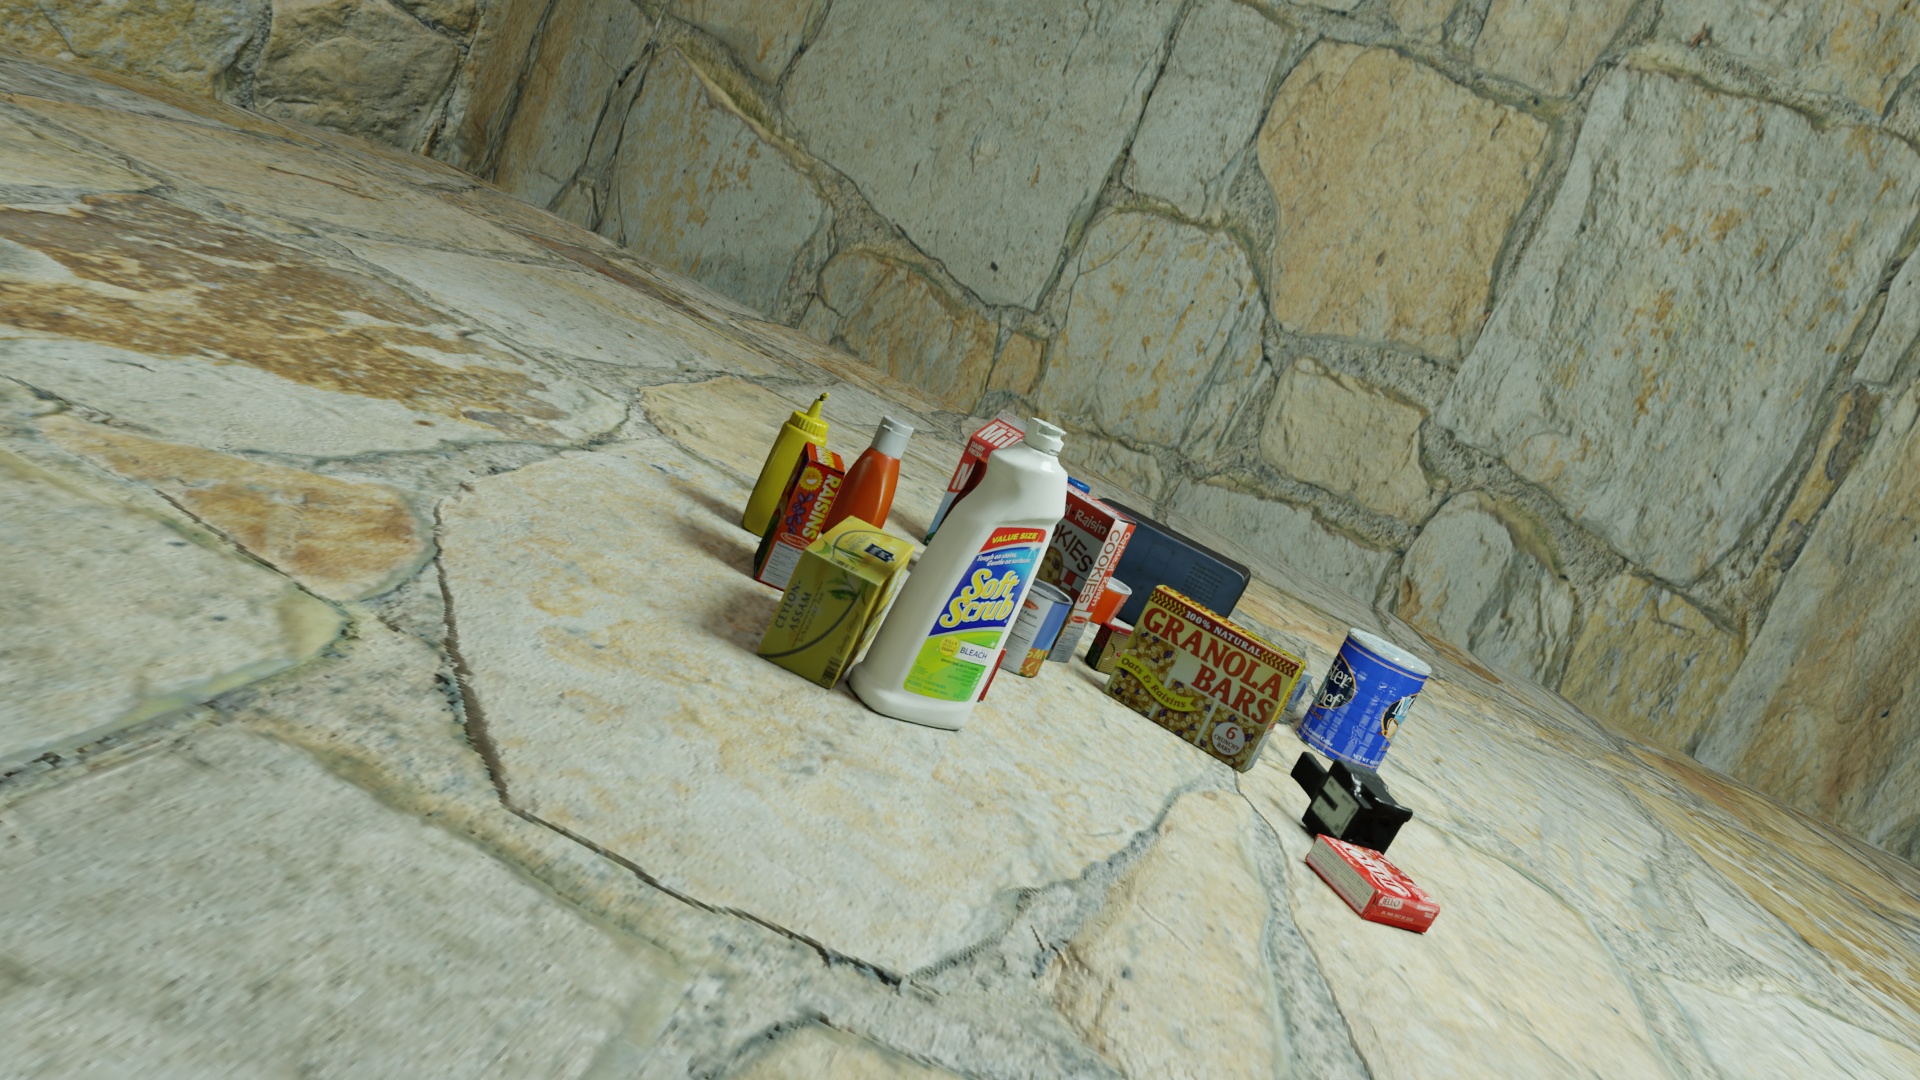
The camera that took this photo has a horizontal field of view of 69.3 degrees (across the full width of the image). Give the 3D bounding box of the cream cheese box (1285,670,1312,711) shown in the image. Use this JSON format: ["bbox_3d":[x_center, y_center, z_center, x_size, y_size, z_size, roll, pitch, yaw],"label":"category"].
[{"bbox_3d":[0.407,0.174,1.780,0.024,0.053,0.104,21,11,-22],"label":"cream cheese box"}]

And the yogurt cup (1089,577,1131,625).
[{"bbox_3d":[0.173,0.072,1.742,0.072,0.054,0.072,24,10,-5],"label":"yogurt cup"}]

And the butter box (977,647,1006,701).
[{"bbox_3d":[-0.006,0.094,1.227,0.024,0.053,0.104,16,14,-41],"label":"butter box"}]

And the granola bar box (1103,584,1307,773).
[{"bbox_3d":[0.243,0.137,1.393,0.166,0.124,0.039,29,11,22],"label":"granola bar box"}]

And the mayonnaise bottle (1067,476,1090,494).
[{"bbox_3d":[0.115,-0.008,1.740,0.041,0.147,0.065,19,12,-33],"label":"mayonnaise bottle"}]

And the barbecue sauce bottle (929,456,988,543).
[{"bbox_3d":[0.006,-0.019,1.547,0.044,0.148,0.065,31,12,31],"label":"barbecue sauce bottle"}]

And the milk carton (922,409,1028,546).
[{"bbox_3d":[0.036,-0.062,1.711,0.072,0.190,0.073,32,12,32],"label":"milk carton"}]

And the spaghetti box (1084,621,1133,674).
[{"bbox_3d":[0.248,0.146,1.561,0.250,0.050,0.029,18,12,-32],"label":"spaghetti box"}]

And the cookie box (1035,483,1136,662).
[{"bbox_3d":[0.099,0.027,1.481,0.040,0.167,0.123,14,15,-48],"label":"cookie box"}]

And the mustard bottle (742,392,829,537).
[{"bbox_3d":[-0.171,-0.080,1.409,0.049,0.160,0.065,25,10,-2],"label":"mustard bottle"}]

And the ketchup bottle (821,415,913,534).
[{"bbox_3d":[-0.098,-0.064,1.526,0.065,0.148,0.043,30,11,24],"label":"ketchup bottle"}]

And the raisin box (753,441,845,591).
[{"bbox_3d":[-0.148,-0.022,1.279,0.040,0.123,0.086,23,10,-13],"label":"raisin box"}]

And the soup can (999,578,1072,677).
[{"bbox_3d":[0.064,0.082,1.361,0.071,0.083,0.071,24,10,-5],"label":"soup can"}]
